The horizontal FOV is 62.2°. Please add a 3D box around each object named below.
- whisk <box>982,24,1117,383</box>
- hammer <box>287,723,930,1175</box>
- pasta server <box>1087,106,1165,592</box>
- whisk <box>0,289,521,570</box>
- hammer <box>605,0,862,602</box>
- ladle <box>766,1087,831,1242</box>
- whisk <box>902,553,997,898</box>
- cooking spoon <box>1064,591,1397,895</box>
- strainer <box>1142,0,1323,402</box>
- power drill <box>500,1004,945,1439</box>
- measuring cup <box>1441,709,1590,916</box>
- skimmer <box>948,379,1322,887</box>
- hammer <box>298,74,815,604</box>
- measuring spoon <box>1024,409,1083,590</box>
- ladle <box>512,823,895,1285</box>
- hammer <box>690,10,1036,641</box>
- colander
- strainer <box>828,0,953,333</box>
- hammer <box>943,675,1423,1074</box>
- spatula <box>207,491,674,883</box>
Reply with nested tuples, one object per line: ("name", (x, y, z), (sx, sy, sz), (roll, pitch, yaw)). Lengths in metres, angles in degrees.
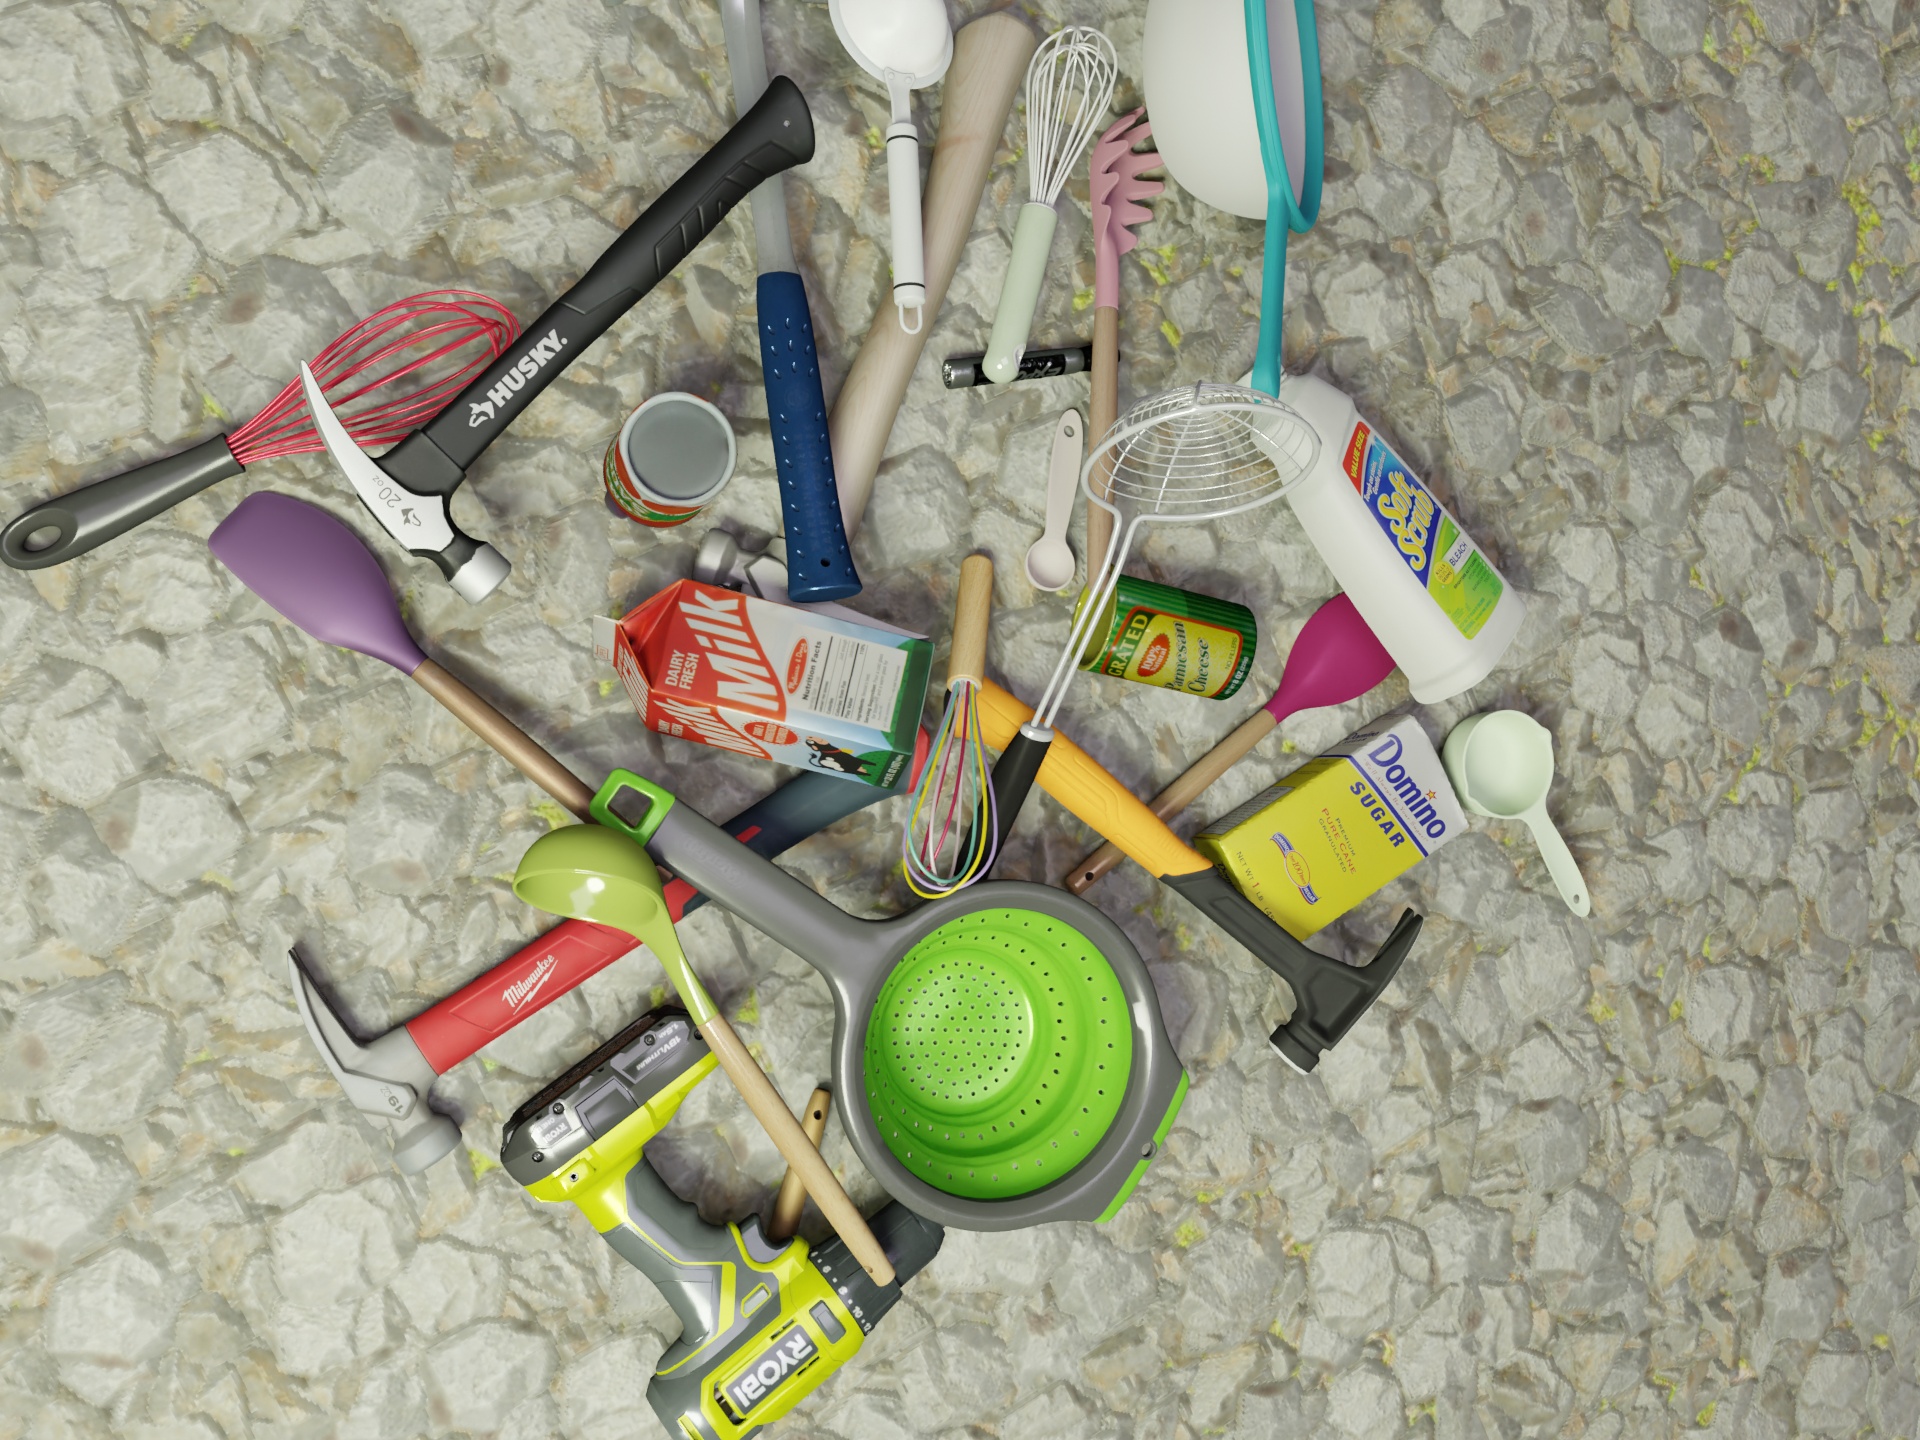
("whisk", (0.051, -0.329, 1.008), (0.059, 0.057, 0.246), (11, 81, 17))
("hammer", (-0.189, 0.094, 0.930), (0.386, 0.038, 0.143), (-33, 98, -16))
("pasta server", (0.099, -0.236, 1.010), (0.060, 0.040, 0.316), (20, 70, -59))
("whisk", (-0.376, -0.154, 0.863), (0.296, 0.073, 0.073), (-28, 98, -10))
("hammer", (-0.114, -0.269, 0.930), (0.144, 0.035, 0.405), (-6, 82, -18))
("ladle", (-0.128, 0.376, 0.953), (0.069, 0.031, 0.315), (18, 82, -16))
("whisk", (-0.004, -0.003, 0.942), (0.051, 0.047, 0.245), (23, 51, -22))
("cooking spoon", (0.190, 0.014, 1.070), (0.319, 0.017, 0.068), (-39, 99, -16))
("strainer", (0.160, -0.349, 0.985), (0.095, 0.210, 0.340), (-1, 73, 22))
("power drill", (-0.134, 0.279, 0.912), (0.190, 0.080, 0.228), (-36, 95, -19))
("measuring cup", (0.399, 0.068, 1.132), (0.083, 0.038, 0.167), (-34, 102, -16))
("skimmer", (0.080, -0.030, 0.909), (0.127, 0.090, 0.363), (8, 118, -32))
("hammer", (-0.201, -0.231, 0.859), (0.335, 0.035, 0.146), (-49, 113, -12))
("measuring spoon", (0.062, -0.143, 1.034), (0.034, 0.018, 0.124), (13, 78, -18))
("ladle", (-0.130, 0.189, 0.859), (0.320, 0.078, 0.062), (58, 42, -12))
("hammer", (-0.025, -0.246, 0.979), (0.146, 0.038, 0.411), (20, 81, -3))
("colander", (-0.051, 0.149, 0.945), (0.397, 0.094, 0.204), (36, 78, -15))
("strainer", (-0.033, -0.358, 0.954), (0.086, 0.050, 0.258), (-1, 85, -32))
("hammer", (0.131, 0.075, 1.007), (0.337, 0.034, 0.127), (39, 95, -4))
("spatula", (-0.281, -0.015, 0.892), (0.316, 0.018, 0.060), (41, 76, -5))
